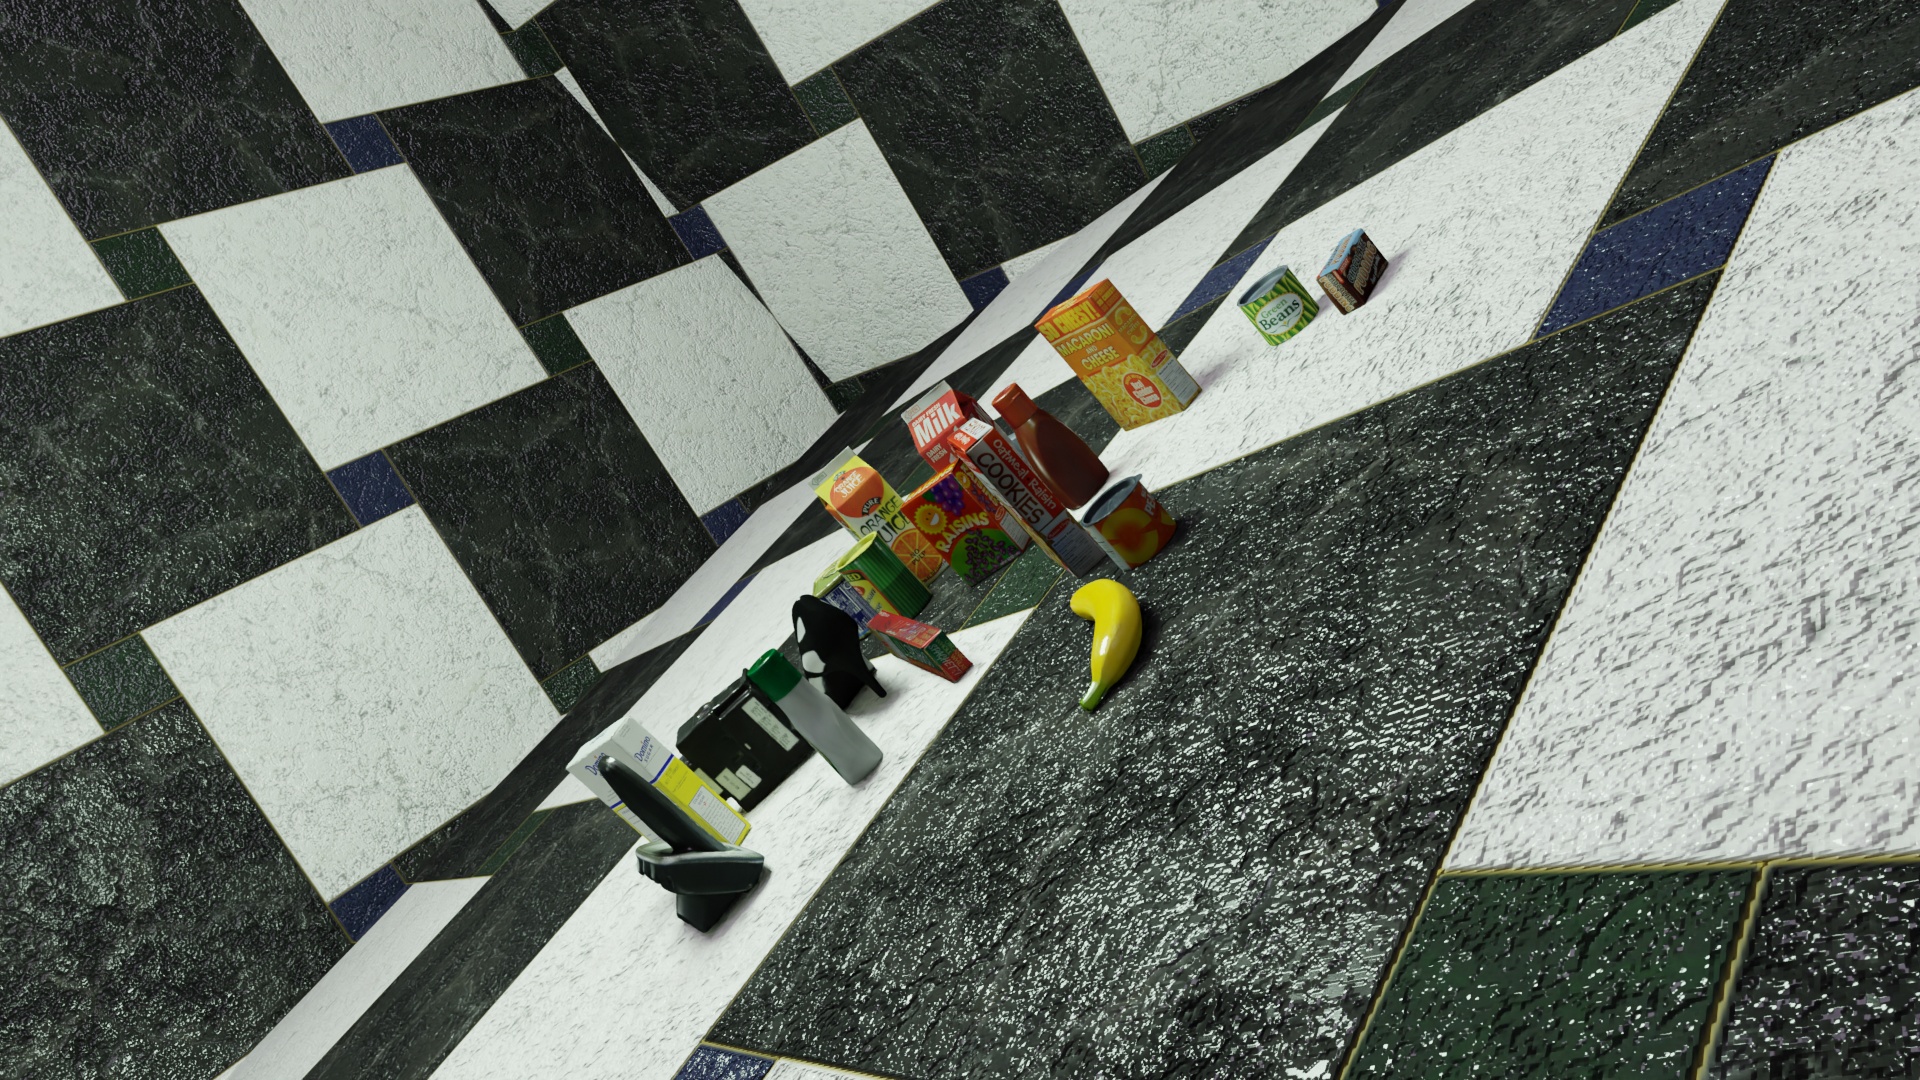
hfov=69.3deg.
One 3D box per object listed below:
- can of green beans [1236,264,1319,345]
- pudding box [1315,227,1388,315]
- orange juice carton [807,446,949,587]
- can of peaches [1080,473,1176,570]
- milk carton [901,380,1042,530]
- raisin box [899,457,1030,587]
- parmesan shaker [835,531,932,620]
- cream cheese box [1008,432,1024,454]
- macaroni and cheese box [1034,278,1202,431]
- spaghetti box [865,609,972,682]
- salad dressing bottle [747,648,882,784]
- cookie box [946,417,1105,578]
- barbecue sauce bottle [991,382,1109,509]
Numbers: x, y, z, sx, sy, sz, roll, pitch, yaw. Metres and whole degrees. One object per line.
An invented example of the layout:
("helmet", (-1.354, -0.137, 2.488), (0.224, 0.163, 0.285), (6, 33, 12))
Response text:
("can of green beans", (0.337, -0.249, 1.472), (0.071, 0.057, 0.071), (-40, 13, 11))
("pudding box", (0.393, -0.271, 1.394), (0.030, 0.049, 0.084), (-28, 19, 49))
("orange juice carton", (-0.101, -0.025, 1.731), (0.072, 0.192, 0.073), (-44, 12, -9))
("can of peaches", (0.153, -0.017, 1.247), (0.071, 0.058, 0.071), (-40, 13, 11))
("milk carton", (0.019, -0.095, 1.610), (0.072, 0.190, 0.074), (-37, 13, 22))
("raisin box", (0.006, -0.019, 1.552), (0.086, 0.123, 0.040), (-34, 14, 32))
("parmesan shaker", (-0.090, 0.048, 1.659), (0.071, 0.103, 0.071), (-40, 12, 11))
("cream cheese box", (0.070, -0.109, 1.821), (0.103, 0.053, 0.024), (-28, 19, 49))
("macaroni and cheese box", (0.176, -0.207, 1.566), (0.040, 0.166, 0.123), (-48, 13, -24))
("spaghetti box", (-0.047, 0.108, 1.450), (0.029, 0.050, 0.250), (-45, 13, -11))
("salad dressing bottle", (-0.138, 0.165, 1.309), (0.044, 0.147, 0.064), (-42, 12, 3))
("cookie box", (0.061, -0.044, 1.363), (0.040, 0.167, 0.123), (-42, 12, 0))
("barbecue sauce bottle", (0.095, -0.106, 1.515), (0.065, 0.148, 0.043), (-47, 13, -22))
